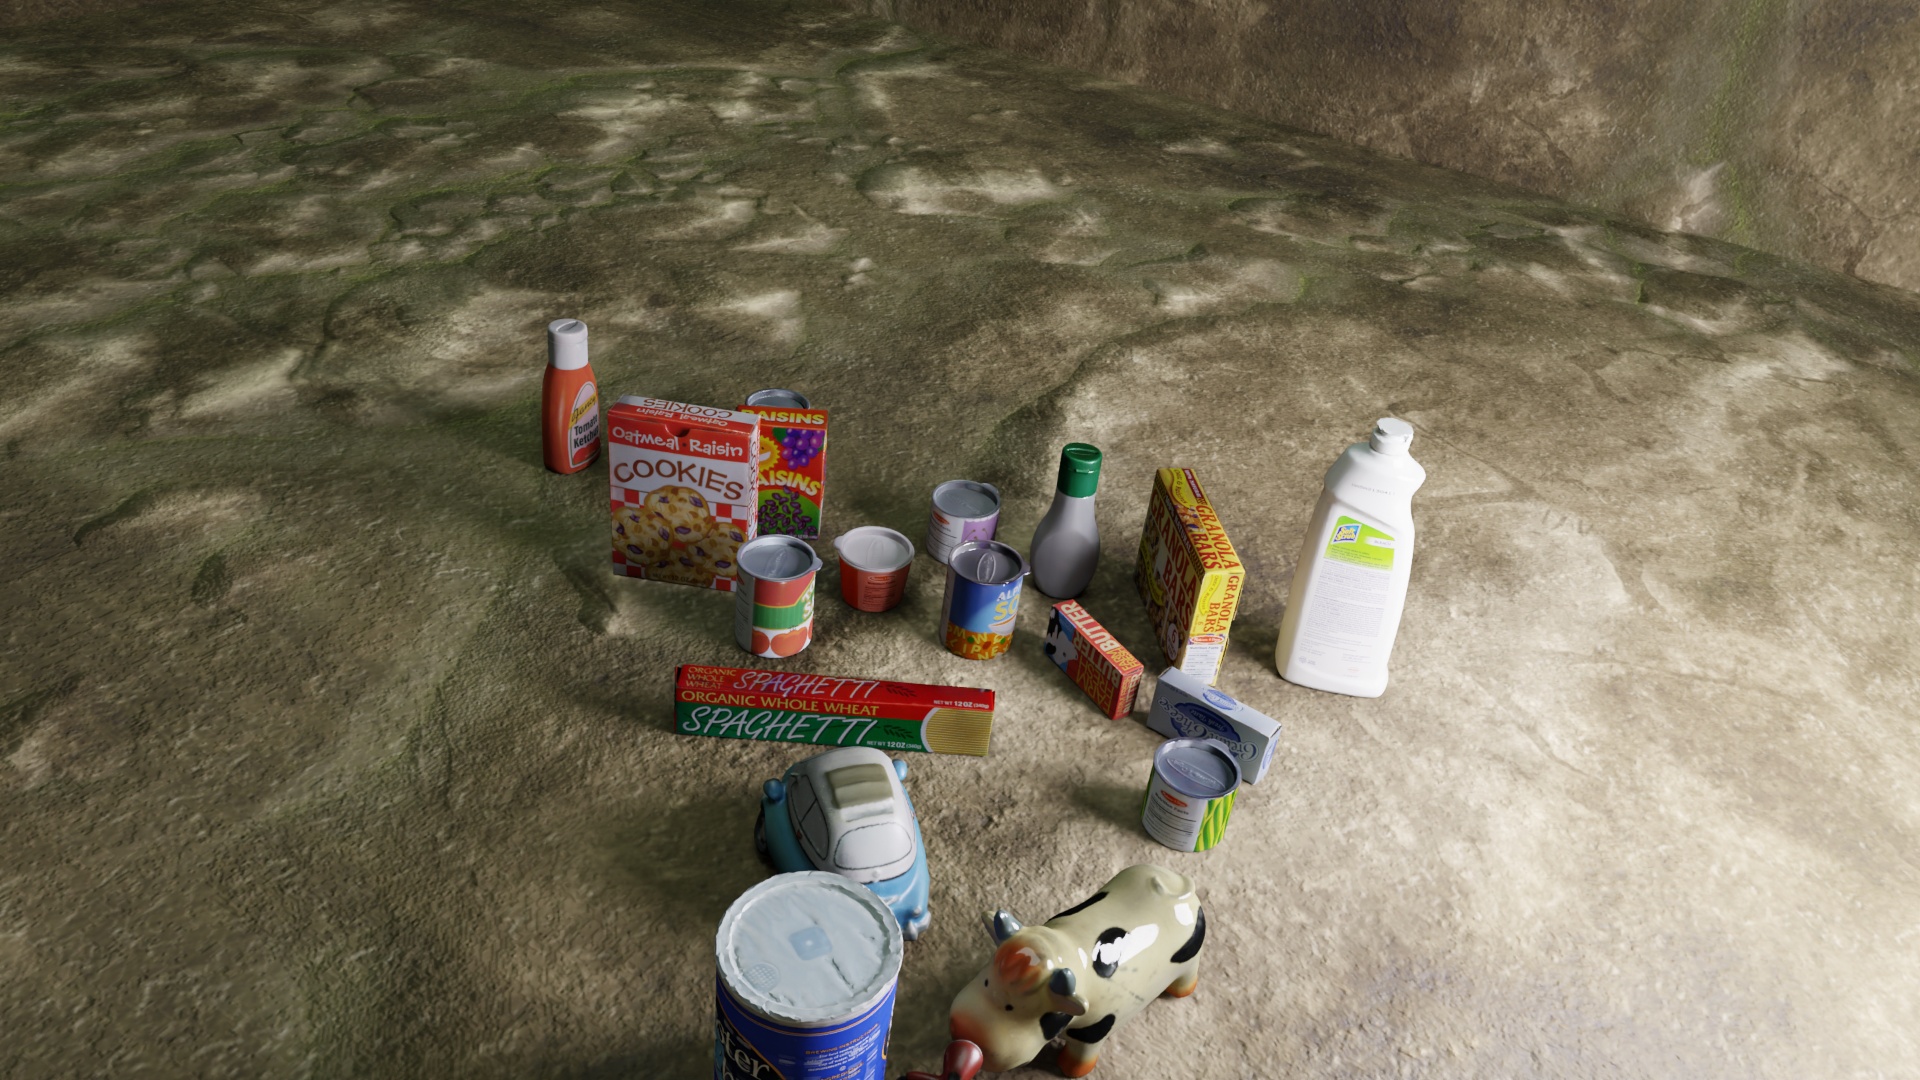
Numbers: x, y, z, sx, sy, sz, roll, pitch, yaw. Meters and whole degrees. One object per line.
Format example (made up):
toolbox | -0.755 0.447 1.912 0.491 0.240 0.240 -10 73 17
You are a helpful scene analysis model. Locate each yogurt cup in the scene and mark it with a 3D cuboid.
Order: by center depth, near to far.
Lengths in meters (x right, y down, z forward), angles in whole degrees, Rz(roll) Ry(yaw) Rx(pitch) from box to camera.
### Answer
yogurt cup | -0.078 0.027 1.246 0.072 0.053 0.073 5 34 -3

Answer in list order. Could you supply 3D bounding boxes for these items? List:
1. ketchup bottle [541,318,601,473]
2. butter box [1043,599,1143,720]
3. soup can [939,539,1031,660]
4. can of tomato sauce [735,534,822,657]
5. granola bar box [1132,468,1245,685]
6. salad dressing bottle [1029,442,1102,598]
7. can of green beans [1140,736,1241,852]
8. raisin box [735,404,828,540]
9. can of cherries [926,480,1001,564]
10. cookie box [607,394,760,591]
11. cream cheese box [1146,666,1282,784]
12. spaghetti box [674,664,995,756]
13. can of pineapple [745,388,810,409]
ketchup bottle | -0.381 -0.142 1.353 0.043 0.148 0.065 19 35 16
butter box | 0.112 0.100 1.175 0.024 0.052 0.104 -14 39 -30
soup can | 0.020 0.052 1.201 0.071 0.083 0.072 5 33 -3
can of tomato sauce | -0.155 0.048 1.174 0.071 0.082 0.071 5 33 -3
granola bar box | 0.200 0.030 1.234 0.039 0.123 0.166 1 34 -10
salad dressing bottle | 0.100 -0.018 1.264 0.064 0.146 0.044 6 33 -2
can of green beans | 0.173 0.191 1.047 0.071 0.057 0.071 5 34 -3
raisin box | -0.170 -0.063 1.300 0.086 0.122 0.040 4 34 -5
can of cherries | 0.005 -0.017 1.324 0.071 0.058 0.072 5 34 -3
cookie box | -0.240 -0.038 1.210 0.123 0.166 0.040 9 33 2
cream cheese box | 0.204 0.149 1.120 0.104 0.053 0.024 27 38 27
spaghetti box | -0.099 0.133 1.086 0.250 0.050 0.029 5 33 -4
can of pineapple | -0.191 -0.116 1.434 0.071 0.057 0.071 5 34 -3
